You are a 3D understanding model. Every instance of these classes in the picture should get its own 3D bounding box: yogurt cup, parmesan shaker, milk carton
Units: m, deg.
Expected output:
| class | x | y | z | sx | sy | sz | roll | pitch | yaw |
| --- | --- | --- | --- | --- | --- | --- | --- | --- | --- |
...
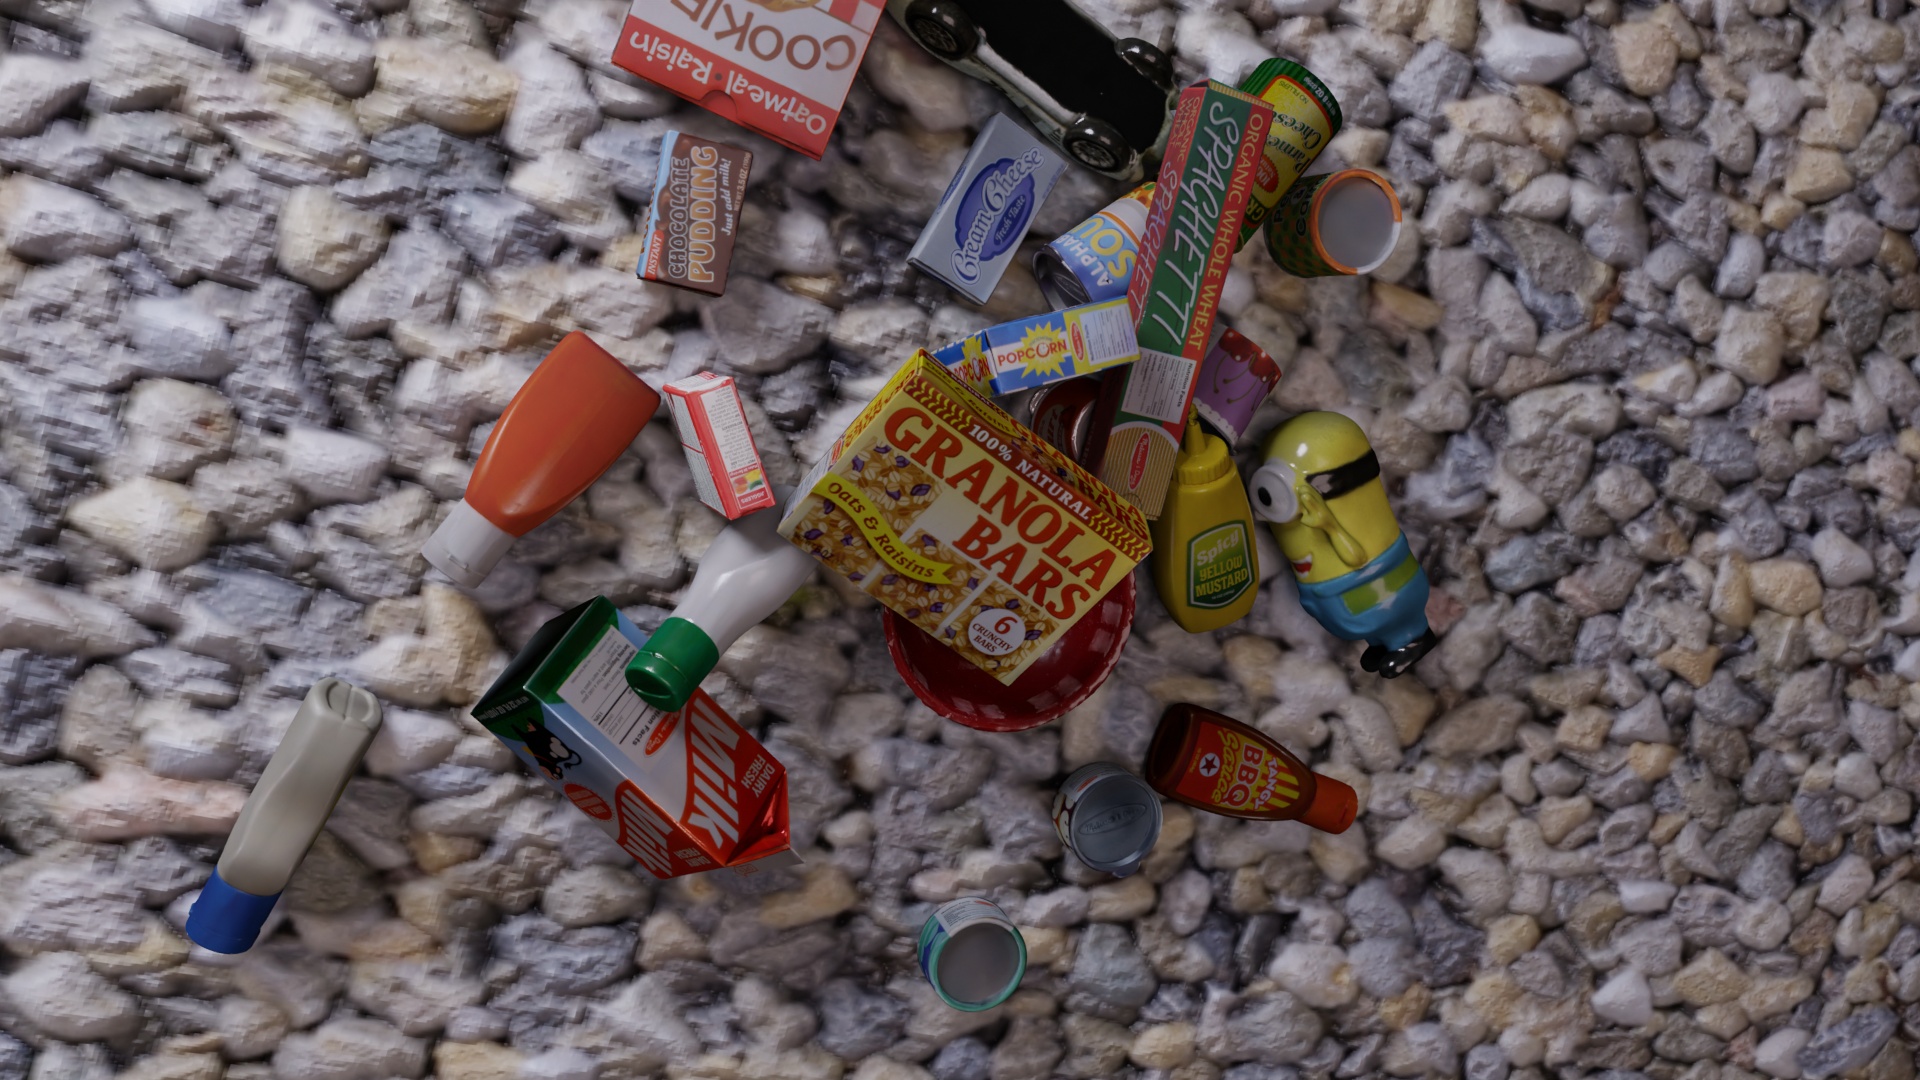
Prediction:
| class | x | y | z | sx | sy | sz | roll | pitch | yaw |
| --- | --- | --- | --- | --- | --- | --- | --- | --- | --- |
| yogurt cup | 0.083 | -0.066 | 0.861 | 0.072 | 0.054 | 0.072 | -3 | 100 | -18 |
| parmesan shaker | 0.177 | -0.240 | 0.858 | 0.071 | 0.071 | 0.103 | 41 | 85 | -19 |
| milk carton | -0.171 | 0.127 | 0.784 | 0.190 | 0.072 | 0.074 | 47 | 48 | -18 |

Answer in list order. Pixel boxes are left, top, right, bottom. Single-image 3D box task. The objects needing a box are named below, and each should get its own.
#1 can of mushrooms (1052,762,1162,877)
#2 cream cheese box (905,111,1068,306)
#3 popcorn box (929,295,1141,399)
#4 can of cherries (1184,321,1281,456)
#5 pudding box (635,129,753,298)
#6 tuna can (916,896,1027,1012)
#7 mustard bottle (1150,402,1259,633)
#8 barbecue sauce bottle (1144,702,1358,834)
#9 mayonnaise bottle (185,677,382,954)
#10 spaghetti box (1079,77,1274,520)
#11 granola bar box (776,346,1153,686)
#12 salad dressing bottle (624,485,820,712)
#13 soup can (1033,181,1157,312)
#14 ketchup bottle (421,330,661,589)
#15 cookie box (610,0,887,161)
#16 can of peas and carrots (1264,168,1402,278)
| class | x | y | z | sx | sy | sz | roll | pitch | yaw |
| --- | --- | --- | --- | --- | --- | --- | --- | --- | --- |
| can of mushrooms | 0.096 | 0.184 | 0.914 | 0.071 | 0.033 | 0.071 | -3 | 99 | -18 |
| cream cheese box | 0.016 | -0.198 | 0.834 | 0.053 | 0.024 | 0.104 | 31 | 88 | -19 |
| popcorn box | 0.039 | -0.106 | 0.801 | 0.085 | 0.126 | 0.038 | -15 | 95 | -15 |
| can of cherries | 0.161 | -0.096 | 0.875 | 0.071 | 0.071 | 0.058 | 36 | 85 | -20 |
| pudding box | -0.150 | -0.183 | 0.779 | 0.050 | 0.030 | 0.083 | 11 | 95 | -18 |
| tuna can | 0.008 | 0.270 | 0.899 | 0.071 | 0.033 | 0.071 | -3 | 99 | -18 |
| mustard bottle | 0.149 | -0.015 | 0.866 | 0.065 | 0.049 | 0.159 | -21 | 127 | -10 |
| barbecue sauce bottle | 0.200 | 0.161 | 0.939 | 0.148 | 0.043 | 0.065 | 22 | 89 | -20 |
| mayonnaise bottle | -0.363 | 0.149 | 0.745 | 0.041 | 0.065 | 0.148 | 29 | 93 | -24 |
| spaghetti box | 0.123 | -0.137 | 0.808 | 0.050 | 0.029 | 0.249 | 10 | 100 | -25 |
| granola bar box | 0.003 | -0.010 | 0.766 | 0.165 | 0.039 | 0.123 | 35 | 114 | -19 |
| salad dressing bottle | -0.129 | 0.031 | 0.775 | 0.148 | 0.064 | 0.043 | -54 | 134 | -37 |
| soup can | 0.096 | -0.170 | 0.840 | 0.084 | 0.071 | 0.071 | -35 | 107 | -11 |
| ketchup bottle | -0.235 | -0.041 | 0.766 | 0.064 | 0.043 | 0.149 | 40 | 85 | -18 |
| cookie box | -0.099 | -0.308 | 0.743 | 0.123 | 0.040 | 0.167 | 22 | 107 | -13 |
| can of peas and carrots | 0.236 | -0.203 | 0.887 | 0.071 | 0.059 | 0.071 | -3 | 99 | -18 |
